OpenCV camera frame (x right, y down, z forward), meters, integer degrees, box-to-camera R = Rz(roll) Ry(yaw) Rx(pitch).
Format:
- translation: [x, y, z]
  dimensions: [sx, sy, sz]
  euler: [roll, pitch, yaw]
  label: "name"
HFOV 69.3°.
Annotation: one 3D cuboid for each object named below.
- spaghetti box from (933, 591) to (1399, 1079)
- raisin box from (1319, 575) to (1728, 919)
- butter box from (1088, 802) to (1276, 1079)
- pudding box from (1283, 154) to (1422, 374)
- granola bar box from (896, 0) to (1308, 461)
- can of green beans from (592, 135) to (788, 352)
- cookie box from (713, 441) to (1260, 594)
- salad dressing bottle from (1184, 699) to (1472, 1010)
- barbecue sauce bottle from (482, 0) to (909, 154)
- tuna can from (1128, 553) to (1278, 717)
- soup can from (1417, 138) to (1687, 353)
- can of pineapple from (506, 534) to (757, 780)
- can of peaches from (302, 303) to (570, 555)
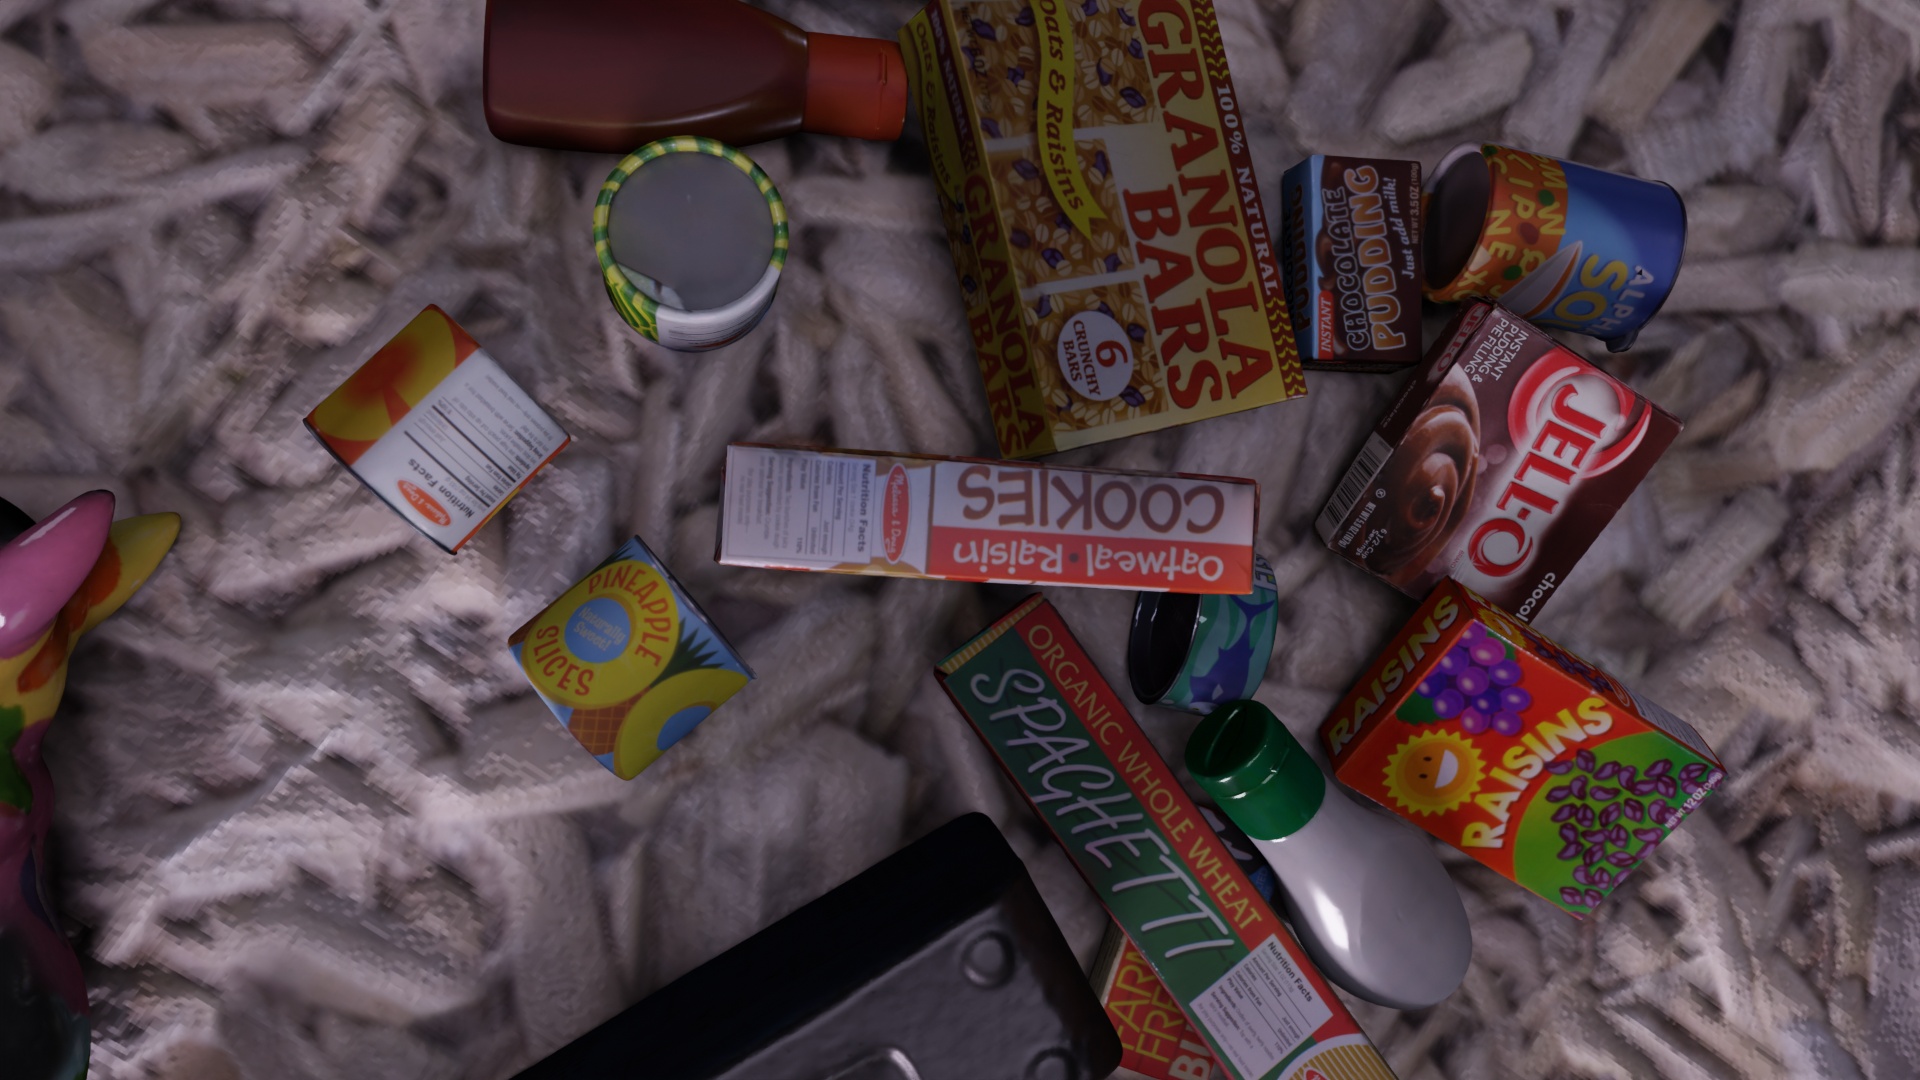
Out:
- translation: [0.081, 0.131, 0.511]
  dimensions: [0.050, 0.028, 0.250]
  euler: [-37, 93, -10]
  label: "spaghetti box"
- translation: [0.218, 0.082, 0.545]
  dimensions: [0.123, 0.040, 0.085]
  euler: [30, 112, -9]
  label: "raisin box"
- translation: [0.085, 0.154, 0.540]
  dimensions: [0.053, 0.024, 0.103]
  euler: [21, 83, -9]
  label: "butter box"
- translation: [0.158, -0.111, 0.562]
  dimensions: [0.050, 0.030, 0.083]
  euler: [1, 87, -10]
  label: "pudding box"
- translation: [0.055, -0.121, 0.521]
  dimensions: [0.124, 0.039, 0.165]
  euler: [-14, 91, -30]
  label: "granola bar box"
- translation: [-0.096, -0.105, 0.497]
  dimensions: [0.071, 0.058, 0.071]
  euler: [0, 88, -11]
  label: "can of green beans"
- translation: [0.002, -0.006, 0.479]
  dimensions: [0.168, 0.123, 0.040]
  euler: [4, 88, -11]
  label: "cookie box"
- translation: [0.138, 0.118, 0.518]
  dimensions: [0.147, 0.044, 0.064]
  euler: [48, 62, -26]
  label: "salad dressing bottle"
- translation: [-0.095, -0.171, 0.508]
  dimensions: [0.149, 0.043, 0.065]
  euler: [2, 82, -12]
  label: "barbecue sauce bottle"
- translation: [0.092, 0.031, 0.524]
  dimensions: [0.033, 0.071, 0.071]
  euler: [14, 85, -12]
  label: "tuna can"
- translation: [0.233, -0.118, 0.559]
  dimensions: [0.084, 0.071, 0.071]
  euler: [10, 86, -10]
  label: "soup can"
- translation: [-0.114, 0.040, 0.482]
  dimensions: [0.058, 0.071, 0.071]
  euler: [-40, 96, -10]
  label: "can of pineapple"
- translation: [-0.178, -0.039, 0.476]
  dimensions: [0.071, 0.071, 0.058]
  euler: [45, 81, -7]
  label: "can of peaches"
